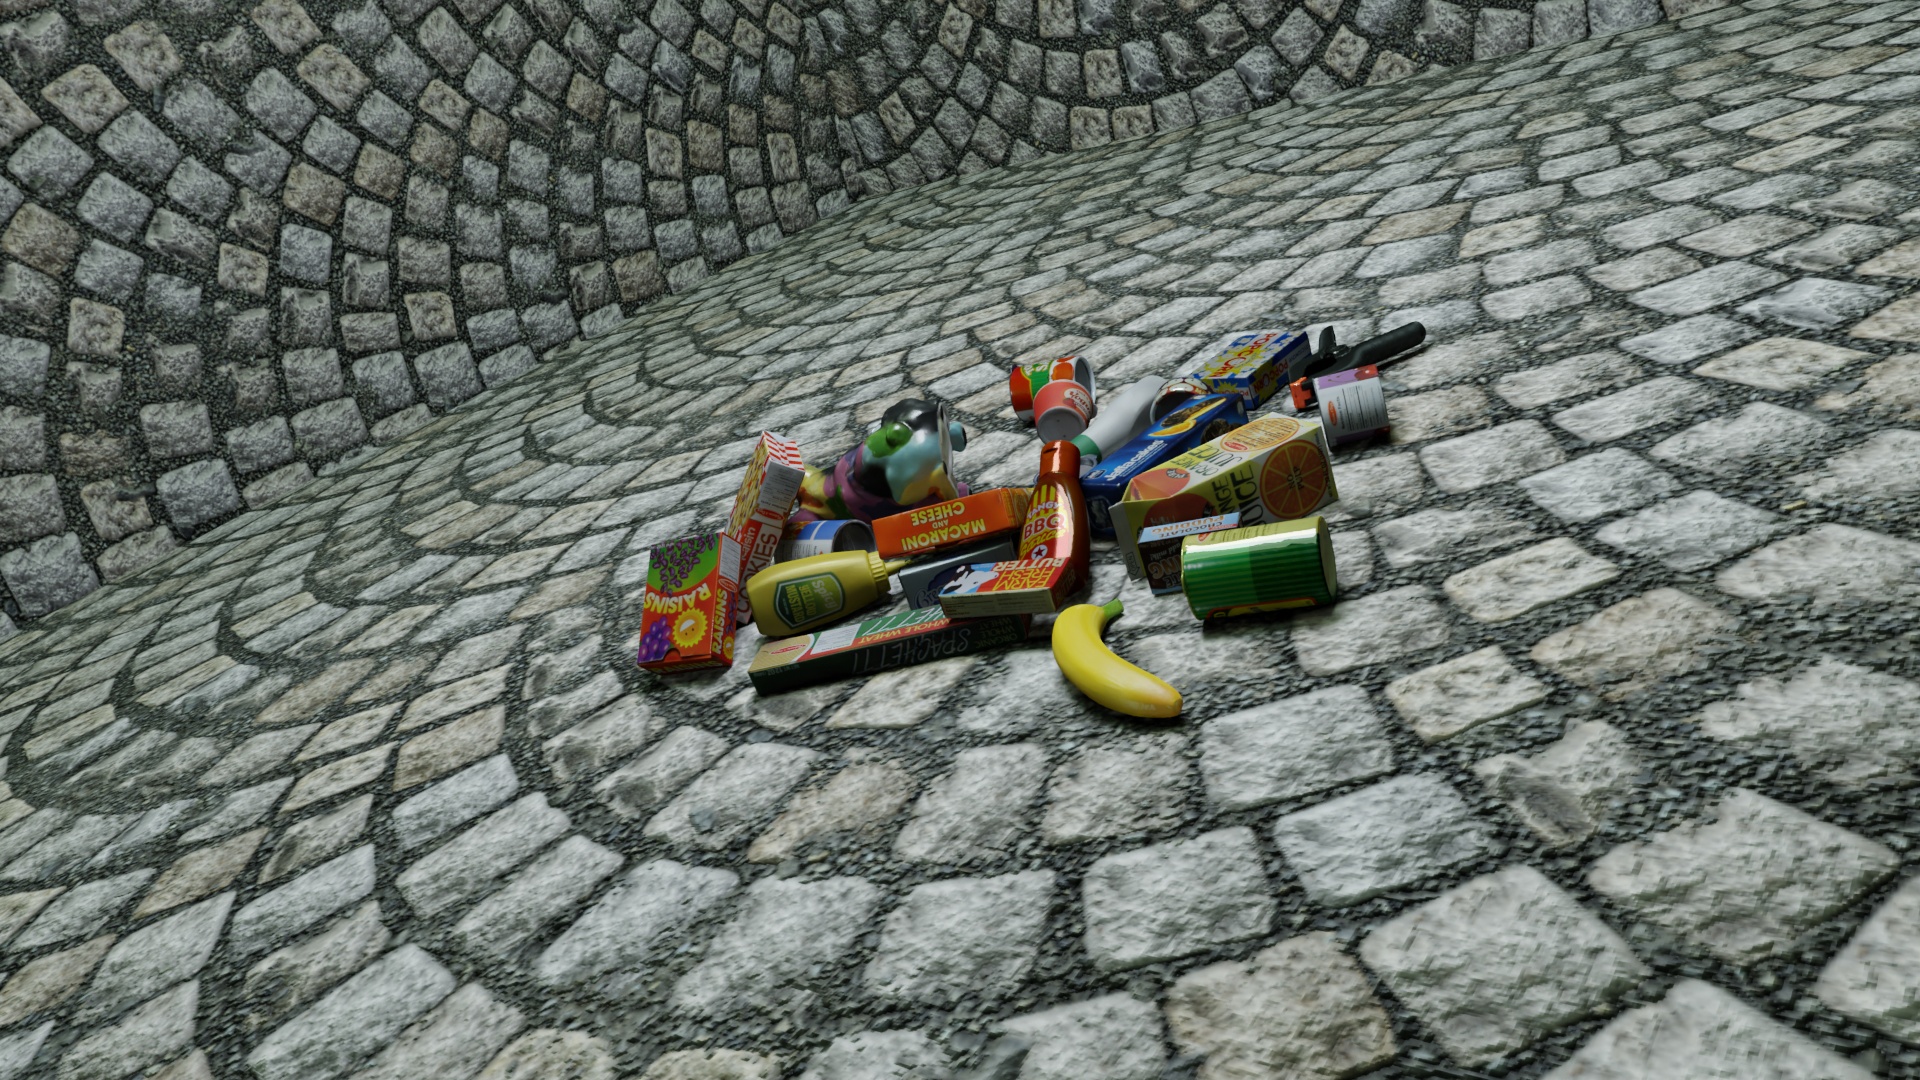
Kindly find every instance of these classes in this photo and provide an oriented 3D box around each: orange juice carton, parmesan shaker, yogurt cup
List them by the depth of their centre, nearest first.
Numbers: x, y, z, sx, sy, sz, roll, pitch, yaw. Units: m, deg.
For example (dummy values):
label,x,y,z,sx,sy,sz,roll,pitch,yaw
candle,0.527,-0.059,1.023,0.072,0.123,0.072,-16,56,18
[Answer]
label,x,y,z,sx,sy,sz,roll,pitch,yaw
parmesan shaker,0.224,0.022,1.041,0.103,0.071,0.072,-9,24,24
orange juice carton,0.216,-0.036,1.180,0.193,0.071,0.073,-25,22,-14
yogurt cup,0.112,-0.135,1.522,0.072,0.072,0.054,-14,30,15

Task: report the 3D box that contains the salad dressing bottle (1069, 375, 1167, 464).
label,x,y,z,sx,sy,sz,roll,pitch,yaw
salad dressing bottle,0.160,-0.115,1.442,0.148,0.064,0.044,-37,60,-21

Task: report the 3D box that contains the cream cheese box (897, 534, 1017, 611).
label,x,y,z,sx,sy,sz,roll,pitch,yaw
cream cheese box,0.002,0.036,1.218,0.104,0.053,0.024,-16,18,8

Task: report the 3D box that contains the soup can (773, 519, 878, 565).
label,x,y,z,sx,sy,sz,roll,pitch,yaw
soup can,-0.131,0.012,1.373,0.083,0.071,0.072,-1,28,40

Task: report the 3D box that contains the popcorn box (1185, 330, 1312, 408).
label,x,y,z,sx,sy,sz,roll,pitch,yaw
popcorn box,0.311,-0.184,1.500,0.085,0.038,0.127,5,32,46

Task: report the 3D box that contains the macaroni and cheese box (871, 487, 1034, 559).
label,x,y,z,sx,sy,sz,roll,pitch,yaw
macaroni and cheese box,0.005,-0.016,1.278,0.123,0.040,0.166,-14,-1,15

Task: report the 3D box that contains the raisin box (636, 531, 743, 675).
label,x,y,z,sx,sy,sz,roll,pitch,yaw
raisin box,-0.253,0.060,1.305,0.086,0.040,0.124,-9,66,24

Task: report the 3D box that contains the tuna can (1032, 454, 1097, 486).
label,x,y,z,sx,sy,sz,roll,pitch,yaw
tuna can,0.110,-0.056,1.372,0.071,0.032,0.071,-17,22,7

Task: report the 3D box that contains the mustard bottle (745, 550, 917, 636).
label,x,y,z,sx,sy,sz,roll,pitch,yaw
mustard bottle,-0.118,0.041,1.298,0.160,0.065,0.049,-17,17,-3

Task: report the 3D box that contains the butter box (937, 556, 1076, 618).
label,x,y,z,sx,sy,sz,roll,pitch,yaw
butter box,0.039,0.039,1.136,0.103,0.024,0.053,-6,26,27

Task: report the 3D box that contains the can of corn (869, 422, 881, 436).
label,x,y,z,sx,sy,sz,roll,pitch,yaw
can of corn,-0.063,-0.104,1.595,0.071,0.071,0.058,-33,25,-30

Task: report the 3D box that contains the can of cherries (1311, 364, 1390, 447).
label,x,y,z,sx,sy,sz,roll,pitch,yaw
can of cherries,0.360,-0.125,1.279,0.058,0.071,0.072,-14,22,15

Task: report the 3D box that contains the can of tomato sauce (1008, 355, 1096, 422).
label,x,y,z,sx,sy,sz,roll,pitch,yaw
can of tomato sauce,0.108,-0.179,1.620,0.083,0.071,0.071,-8,24,28

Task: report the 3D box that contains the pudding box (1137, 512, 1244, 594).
label,x,y,z,sx,sy,sz,roll,pitch,yaw
pudding box,0.190,0.011,1.121,0.083,0.049,0.030,-10,22,22

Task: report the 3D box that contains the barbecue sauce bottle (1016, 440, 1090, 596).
label,x,y,z,sx,sy,sz,roll,pitch,yaw
barbecue sauce bottle,0.083,-0.020,1.212,0.064,0.043,0.149,-19,46,32

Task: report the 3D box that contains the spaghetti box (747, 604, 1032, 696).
label,x,y,z,sx,sy,sz,roll,pitch,yaw
spaghetti box,-0.059,0.086,1.182,0.250,0.028,0.050,-13,22,16

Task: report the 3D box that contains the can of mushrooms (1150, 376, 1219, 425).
label,x,y,z,sx,sy,sz,roll,pitch,yaw
can of mushrooms,0.228,-0.130,1.404,0.071,0.070,0.034,-10,23,23

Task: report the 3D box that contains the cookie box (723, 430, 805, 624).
label,x,y,z,sx,sy,sz,roll,pitch,yaw
cookie box,-0.207,-0.015,1.392,0.040,0.167,0.123,19,13,-17
